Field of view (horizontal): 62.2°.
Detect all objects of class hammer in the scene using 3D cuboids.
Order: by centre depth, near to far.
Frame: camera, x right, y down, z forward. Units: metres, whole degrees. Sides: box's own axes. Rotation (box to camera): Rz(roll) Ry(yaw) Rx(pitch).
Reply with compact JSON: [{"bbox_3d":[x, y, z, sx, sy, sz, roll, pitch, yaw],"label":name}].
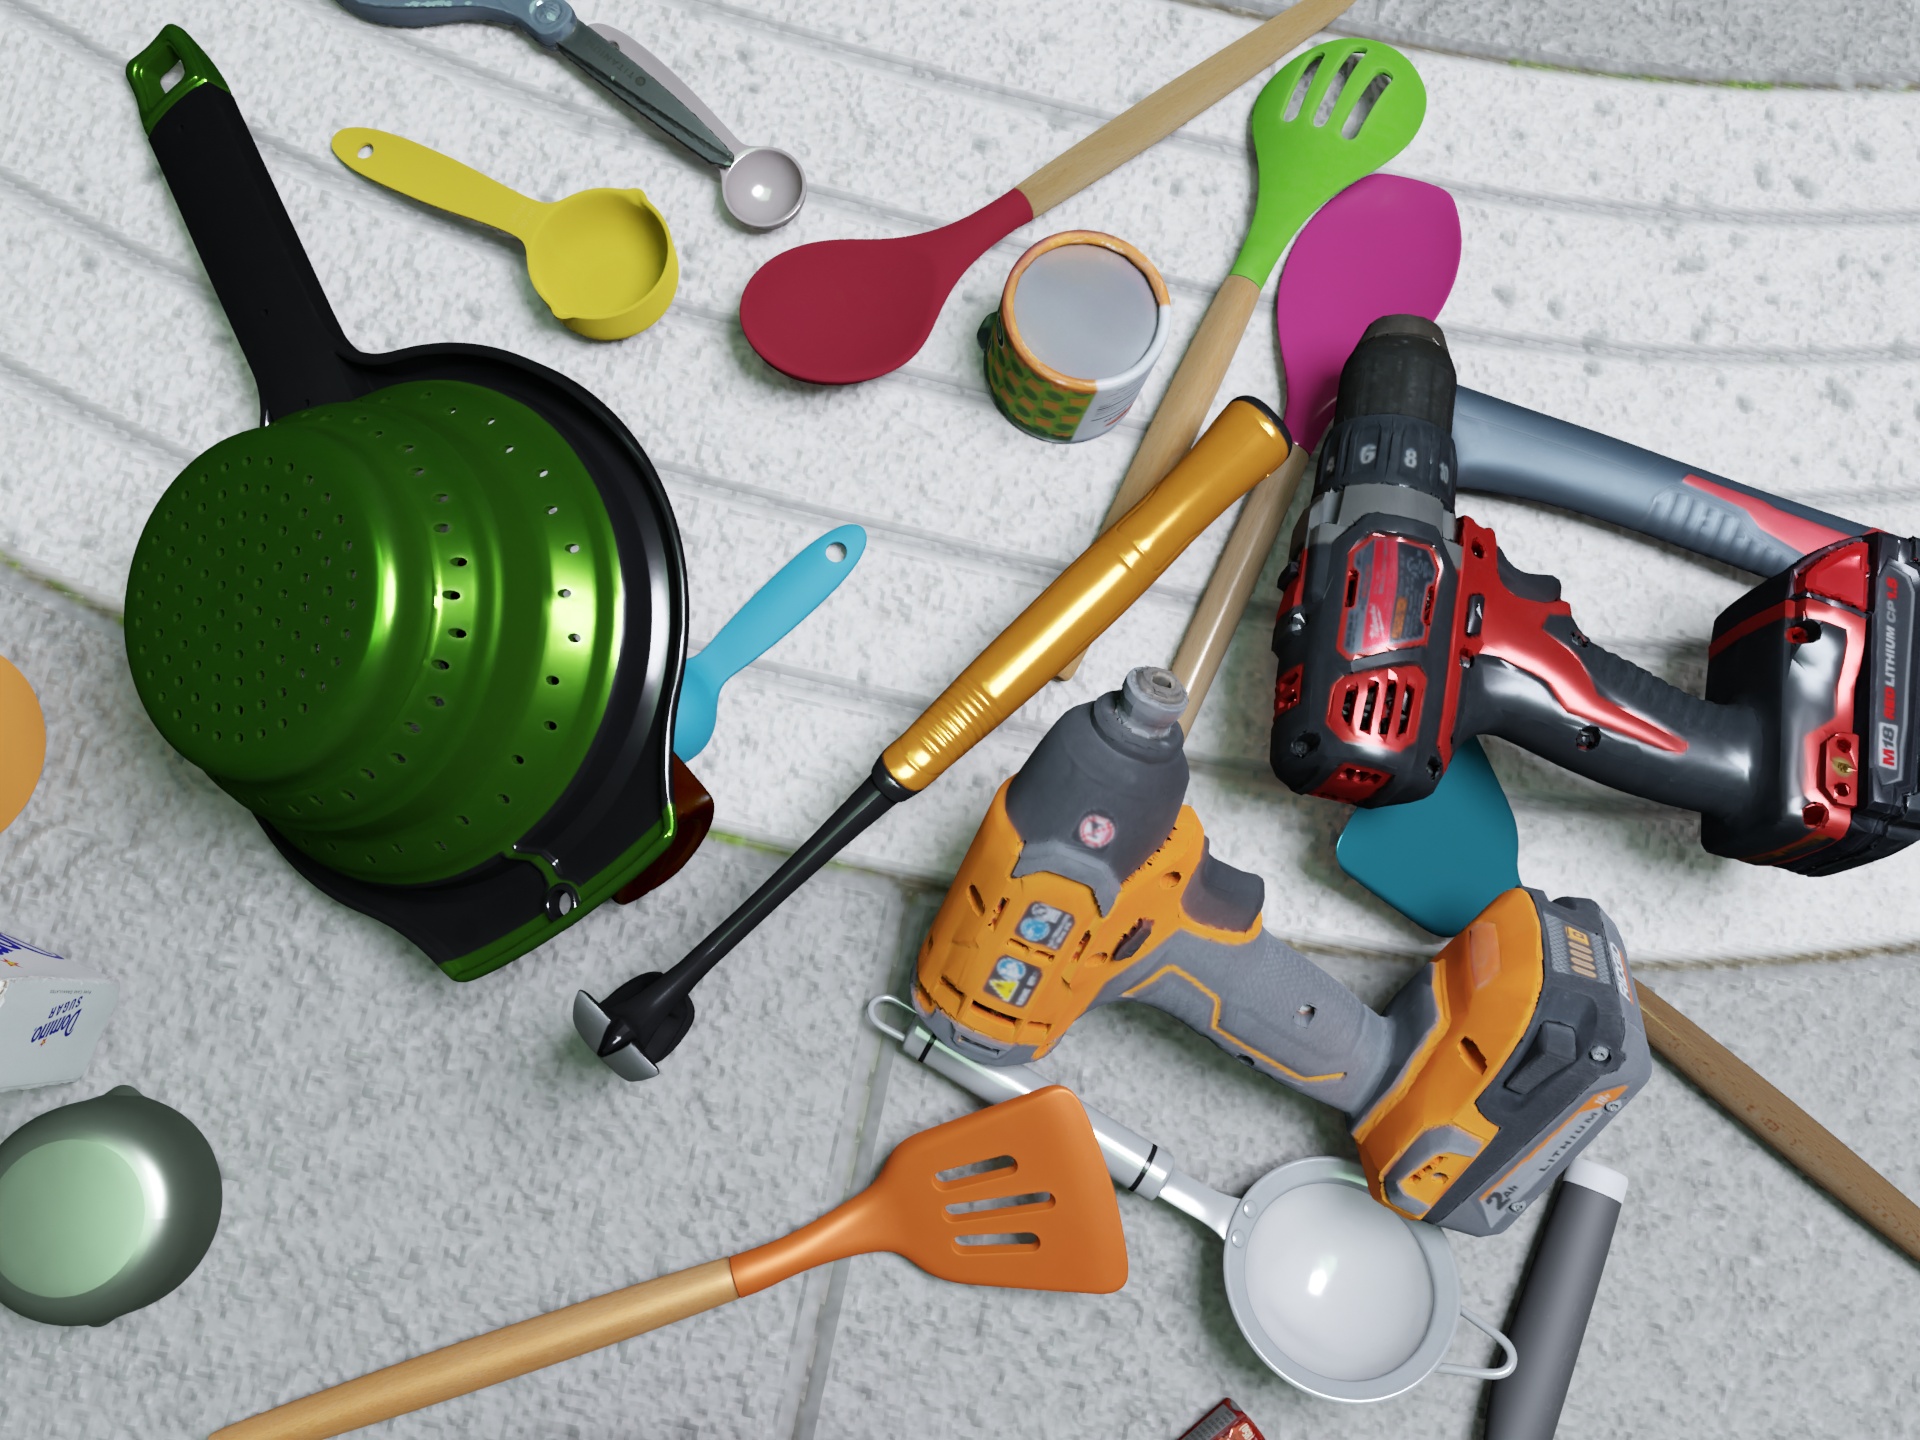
[{"bbox_3d":[-0.001,-0.002,0.564,0.337,0.127,0.034,-44,89,-12],"label":"hammer"},{"bbox_3d":[0.365,-0.081,0.658,0.386,0.038,0.143,19,77,-2],"label":"hammer"}]

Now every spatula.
[{"bbox_3d":[-0.103,0.207,0.558,0.322,0.041,0.081,-17,99,-7],"label":"spatula"},{"bbox_3d":[0.278,0.121,0.610,0.317,0.044,0.082,39,73,1],"label":"spatula"}]

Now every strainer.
[{"bbox_3d":[0.077,0.170,0.584,0.258,0.050,0.087,30,59,6],"label":"strainer"}]

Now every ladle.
[{"bbox_3d":[0.045,-0.228,0.658,0.315,0.031,0.069,-36,77,-12],"label":"ladle"}]

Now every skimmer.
[{"bbox_3d":[0.191,0.334,0.541,0.127,0.090,0.363,30,75,-28],"label":"skimmer"}]

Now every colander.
[{"bbox_3d":[-0.238,-0.102,0.545,0.204,0.094,0.397,-34,74,16],"label":"colander"}]

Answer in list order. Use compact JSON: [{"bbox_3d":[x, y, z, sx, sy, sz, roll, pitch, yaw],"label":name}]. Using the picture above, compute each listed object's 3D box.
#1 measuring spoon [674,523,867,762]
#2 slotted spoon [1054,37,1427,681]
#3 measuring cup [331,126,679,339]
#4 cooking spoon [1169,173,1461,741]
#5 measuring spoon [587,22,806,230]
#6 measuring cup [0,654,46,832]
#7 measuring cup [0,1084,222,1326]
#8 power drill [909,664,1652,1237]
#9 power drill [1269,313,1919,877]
[{"bbox_3d":[-0.084,-0.033,0.611,0.128,0.021,0.042,-44,87,-9],"label":"measuring spoon"},{"bbox_3d":[0.107,-0.155,0.649,0.070,0.031,0.314,23,80,20],"label":"slotted spoon"},{"bbox_3d":[-0.182,-0.199,0.636,0.156,0.029,0.062,26,78,11],"label":"measuring cup"},{"bbox_3d":[0.124,-0.087,0.644,0.069,0.017,0.319,22,78,19],"label":"cooking spoon"},{"bbox_3d":[-0.110,-0.244,0.654,0.124,0.018,0.034,44,86,10],"label":"measuring spoon"},{"bbox_3d":[-0.421,0.002,0.556,0.173,0.052,0.095,7,79,-7],"label":"measuring cup"},{"bbox_3d":[-0.344,0.166,0.541,0.167,0.038,0.083,3,80,-7],"label":"measuring cup"},{"bbox_3d":[0.111,0.077,0.546,0.226,0.164,0.084,21,36,-3],"label":"power drill"},{"bbox_3d":[0.230,-0.045,0.582,0.226,0.080,0.188,12,73,-1],"label":"power drill"}]
